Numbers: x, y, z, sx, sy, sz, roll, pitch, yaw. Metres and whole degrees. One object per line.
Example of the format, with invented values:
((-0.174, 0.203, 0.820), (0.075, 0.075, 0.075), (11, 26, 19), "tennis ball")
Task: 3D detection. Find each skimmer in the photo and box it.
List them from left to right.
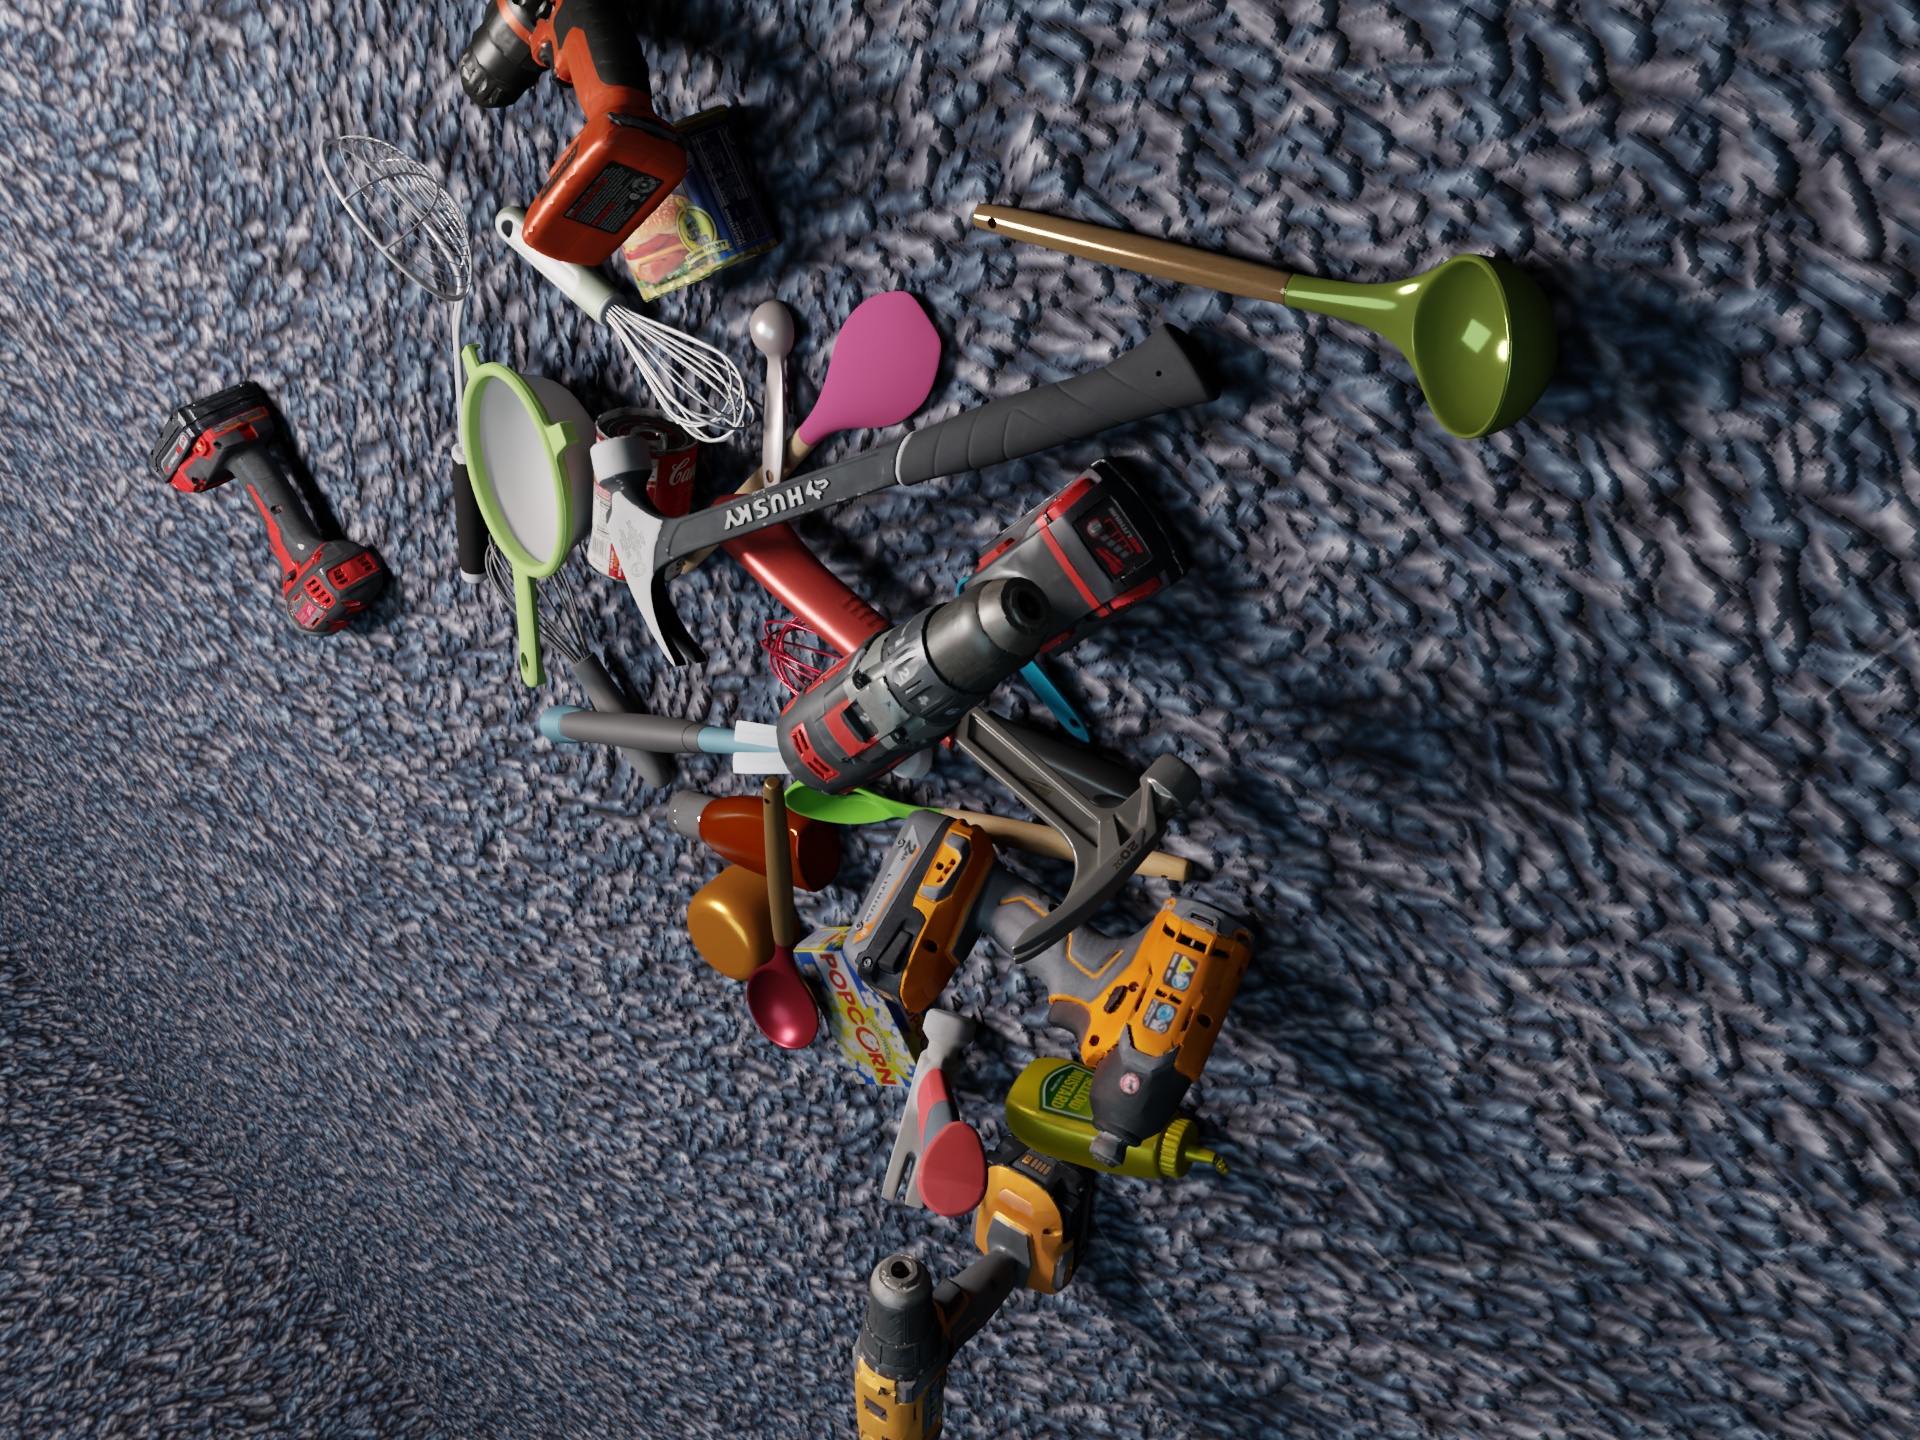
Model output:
((-0.398, -0.245, 1.164), (0.363, 0.090, 0.127), (101, 153, -43), "skimmer")

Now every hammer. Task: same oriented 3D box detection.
((-0.183, 0.013, 1.125), (0.331, 0.128, 0.033), (5, 90, 40), "hammer")
((-0.044, -0.138, 0.900), (0.409, 0.036, 0.149), (-12, 92, 32), "hammer")
((-0.036, -0.019, 0.958), (0.359, 0.149, 0.036), (40, 163, 22), "hammer")
((-0.017, 0.270, 0.996), (0.038, 0.143, 0.386), (16, 174, -1), "hammer")

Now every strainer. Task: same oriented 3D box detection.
((-0.293, -0.138, 1.149), (0.152, 0.069, 0.256), (39, 137, 36), "strainer")

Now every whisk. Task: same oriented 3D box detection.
((-0.295, -0.046, 1.243), (0.055, 0.055, 0.239), (-16, 110, 46), "whisk")
((-0.221, -0.261, 1.030), (0.246, 0.059, 0.057), (42, 125, 18), "whisk")
((-0.002, -0.003, 1.004), (0.296, 0.073, 0.073), (24, 131, 20), "whisk")

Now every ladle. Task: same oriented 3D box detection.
((-0.130, 0.143, 1.148), (0.069, 0.031, 0.315), (27, 143, 19), "ladle")
((0.127, -0.206, 0.753), (0.320, 0.062, 0.078), (24, 131, 31), "ladle")

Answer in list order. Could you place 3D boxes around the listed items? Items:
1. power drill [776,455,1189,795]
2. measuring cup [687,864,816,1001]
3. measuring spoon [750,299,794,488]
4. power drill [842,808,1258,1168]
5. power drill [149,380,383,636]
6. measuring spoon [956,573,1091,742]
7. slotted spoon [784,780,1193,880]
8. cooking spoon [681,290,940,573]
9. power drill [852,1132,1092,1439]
((0.024, -0.054, 0.816), (0.080, 0.227, 0.188), (55, 138, -3), "power drill")
((-0.152, 0.199, 1.273), (0.173, 0.052, 0.095), (53, 138, 2), "measuring cup")
((-0.120, -0.197, 0.987), (0.034, 0.018, 0.124), (26, 121, 41), "measuring spoon")
((0.047, 0.161, 0.973), (0.226, 0.164, 0.084), (20, 162, 21), "power drill")
((-0.612, -0.175, 1.414), (0.143, 0.078, 0.219), (-26, 101, 48), "power drill")
((0.045, -0.041, 0.969), (0.128, 0.021, 0.042), (52, 152, -13), "measuring spoon")
((0.011, 0.071, 1.059), (0.314, 0.031, 0.070), (9, 158, 33), "slotted spoon")
((-0.109, -0.168, 1.013), (0.319, 0.017, 0.069), (-34, 90, 48), "cooking spoon")
((0.005, 0.395, 1.136), (0.084, 0.226, 0.185), (23, 131, 28), "power drill")
